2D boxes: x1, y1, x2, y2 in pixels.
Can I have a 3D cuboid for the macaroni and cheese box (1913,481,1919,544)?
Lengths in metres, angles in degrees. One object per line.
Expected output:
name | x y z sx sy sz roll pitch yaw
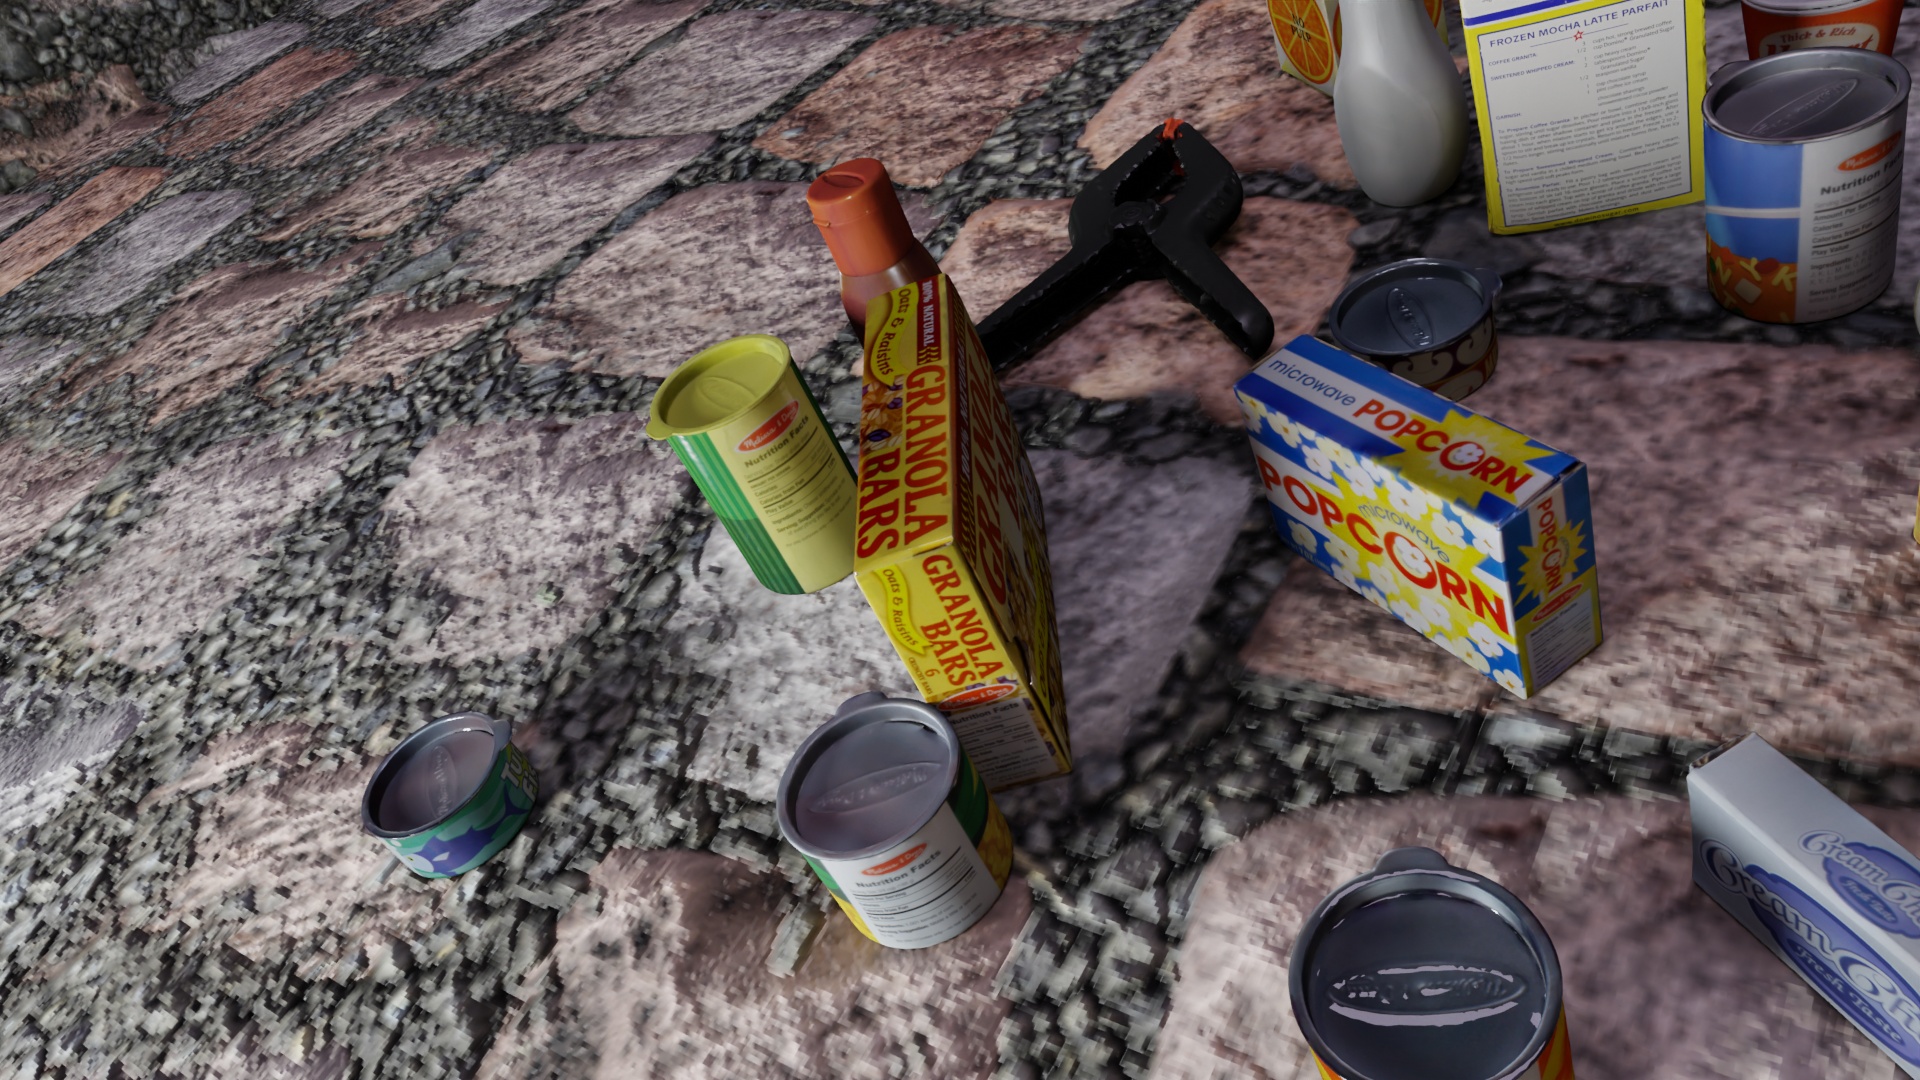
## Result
macaroni and cheese box | 0.304 -0.025 0.356 0.040 0.165 0.124 -17 39 11

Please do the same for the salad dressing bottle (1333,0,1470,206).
salad dressing bottle | 0.204 -0.232 0.659 0.044 0.147 0.064 -43 42 -20

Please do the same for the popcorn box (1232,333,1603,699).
popcorn box | 0.157 -0.012 0.486 0.038 0.085 0.127 -36 40 -12

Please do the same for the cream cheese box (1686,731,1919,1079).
cream cheese box | 0.229 0.100 0.346 0.024 0.053 0.104 -30 39 -4

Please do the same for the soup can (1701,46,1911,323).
soup can | 0.323 -0.138 0.538 0.071 0.083 0.072 -15 40 13

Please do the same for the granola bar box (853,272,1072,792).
granola bar box | 0.002 -0.007 0.534 0.039 0.123 0.166 -17 40 12

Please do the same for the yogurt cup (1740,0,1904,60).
yogurt cup | 0.394 -0.237 0.635 0.072 0.053 0.073 -15 40 13

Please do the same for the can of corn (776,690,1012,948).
can of corn | -0.022 0.096 0.483 0.071 0.058 0.071 -15 40 13

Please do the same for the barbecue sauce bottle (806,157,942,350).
barbecue sauce bottle | -0.025 -0.101 0.635 0.044 0.148 0.065 -43 41 -20

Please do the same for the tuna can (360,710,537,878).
tuna can | -0.216 0.108 0.597 0.071 0.032 0.071 -15 40 13

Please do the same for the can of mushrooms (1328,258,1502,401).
can of mushrooms | 0.196 -0.088 0.592 0.071 0.033 0.071 -15 40 13

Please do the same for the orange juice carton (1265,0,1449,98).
orange juice carton | 0.203 -0.347 0.752 0.072 0.191 0.073 -28 39 -2

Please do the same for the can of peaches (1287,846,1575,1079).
can of peaches | 0.126 0.127 0.368 0.071 0.057 0.071 -15 40 13

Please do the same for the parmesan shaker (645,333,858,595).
parmesan shaker | -0.088 -0.031 0.627 0.071 0.102 0.072 -15 40 13
